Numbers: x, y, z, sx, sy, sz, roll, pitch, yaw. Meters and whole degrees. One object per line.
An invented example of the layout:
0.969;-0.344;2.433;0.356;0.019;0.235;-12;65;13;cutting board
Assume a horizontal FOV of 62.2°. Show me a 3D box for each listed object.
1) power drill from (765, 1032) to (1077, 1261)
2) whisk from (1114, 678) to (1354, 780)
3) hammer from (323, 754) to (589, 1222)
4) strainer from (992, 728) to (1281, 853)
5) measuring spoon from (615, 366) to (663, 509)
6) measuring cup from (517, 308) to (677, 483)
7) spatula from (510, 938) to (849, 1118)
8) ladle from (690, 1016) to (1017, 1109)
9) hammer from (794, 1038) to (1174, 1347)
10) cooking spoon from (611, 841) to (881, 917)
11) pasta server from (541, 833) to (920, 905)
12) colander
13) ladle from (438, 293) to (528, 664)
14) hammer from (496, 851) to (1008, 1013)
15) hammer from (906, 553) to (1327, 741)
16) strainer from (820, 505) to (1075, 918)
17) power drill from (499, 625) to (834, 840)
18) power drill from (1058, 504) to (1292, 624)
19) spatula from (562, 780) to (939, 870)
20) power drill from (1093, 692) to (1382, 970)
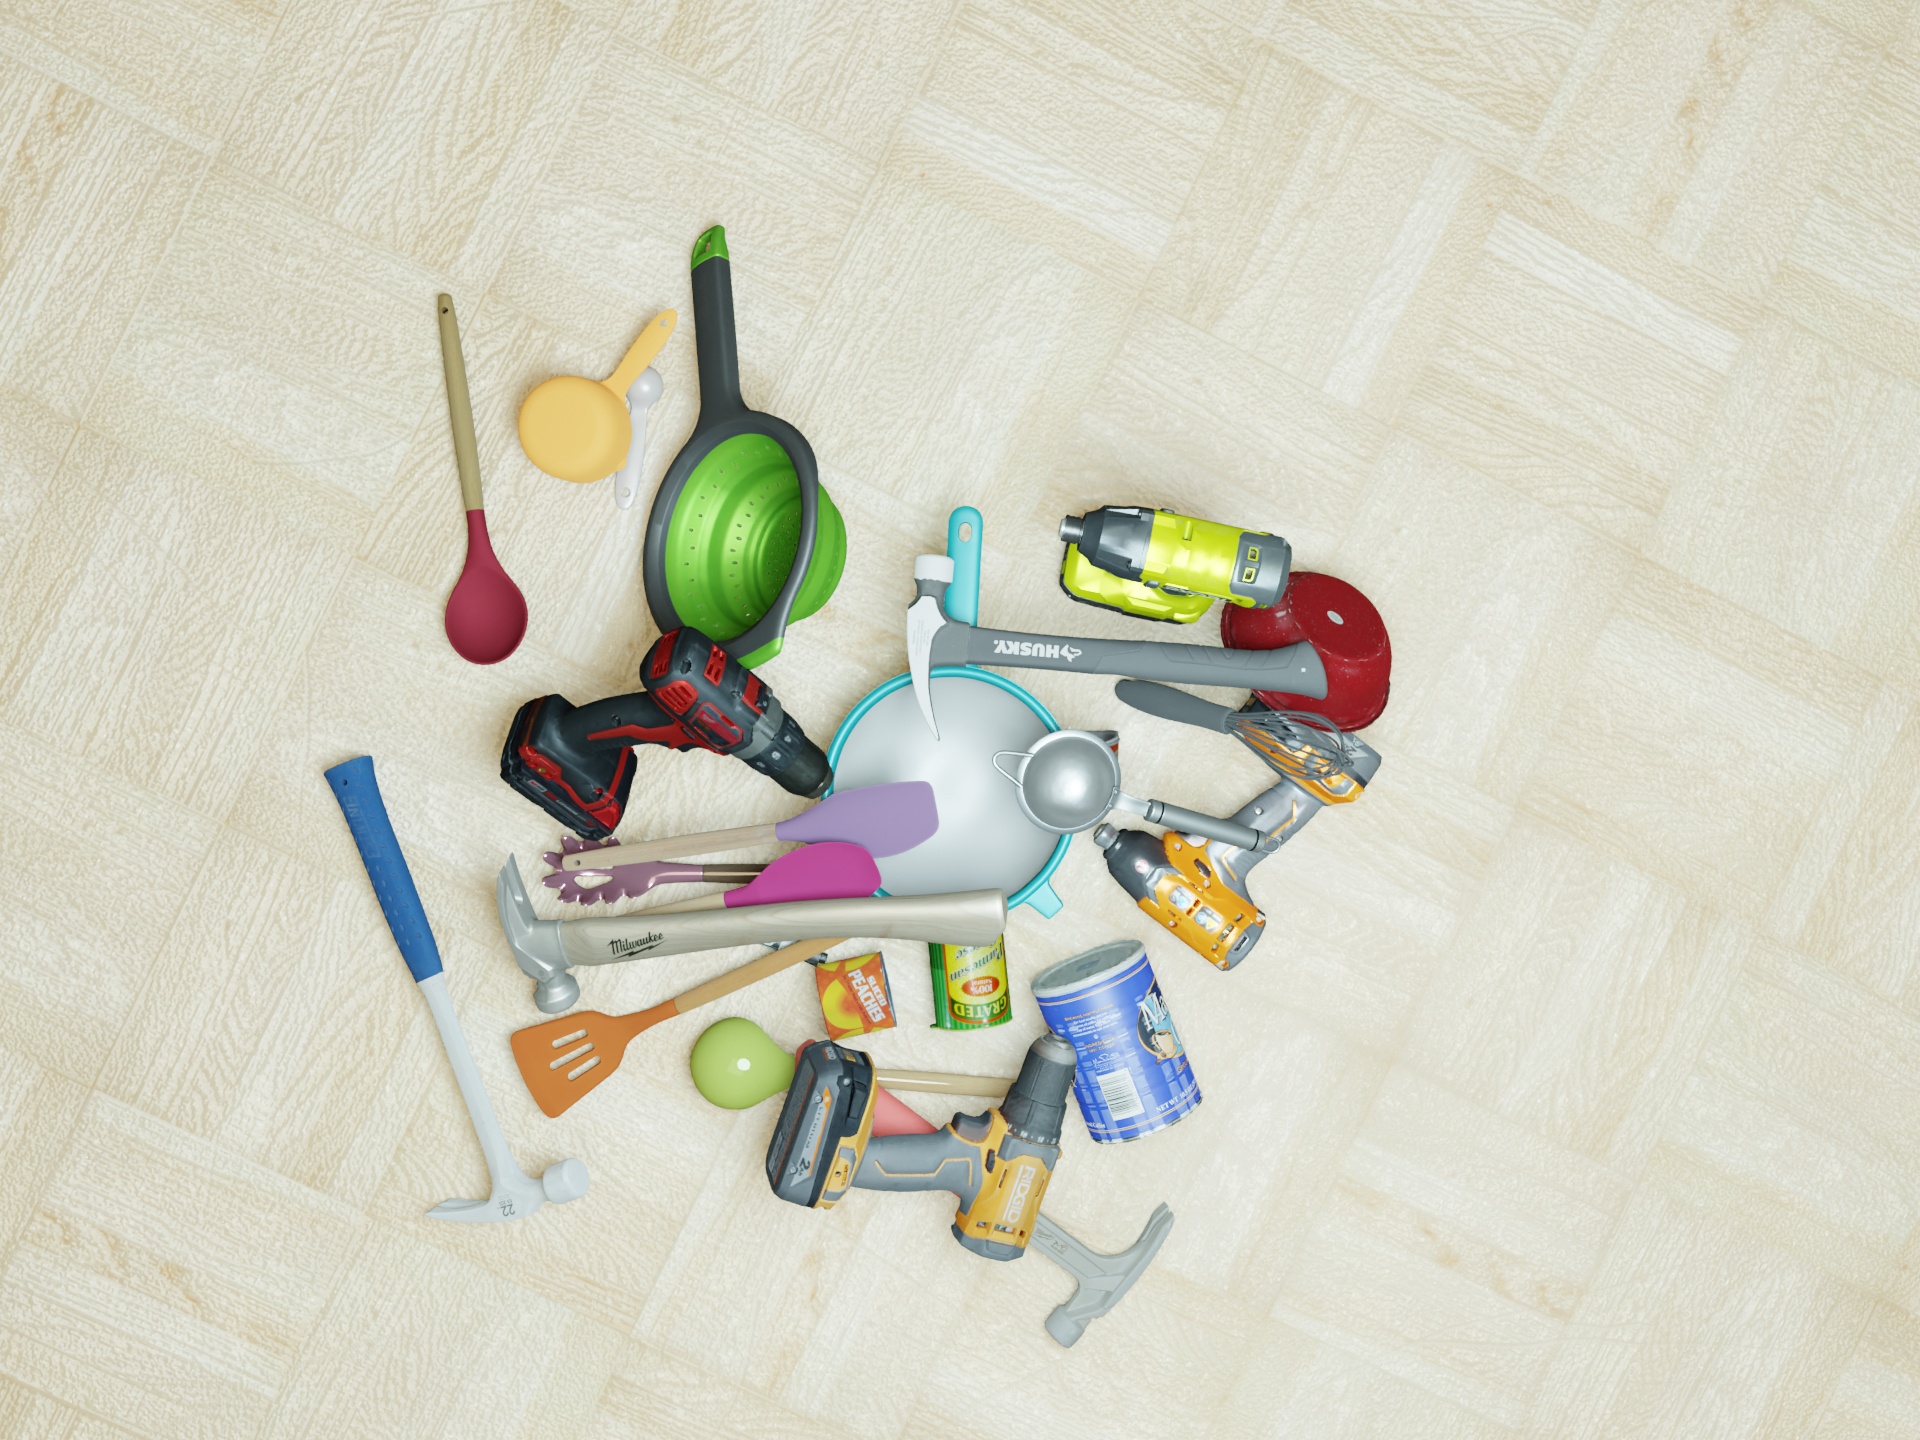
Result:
-0.022;0.321;1.272;0.226;0.084;0.185;18;94;-17;power drill
0.217;0.002;1.300;0.055;0.239;0.055;-17;116;-40;whisk
-0.445;0.227;1.329;0.144;0.035;0.405;-22;88;17;hammer
0.148;0.070;1.272;0.258;0.050;0.087;17;101;-19;strainer
-0.277;-0.241;1.349;0.034;0.018;0.124;9;91;-4;measuring spoon
-0.296;-0.274;1.316;0.095;0.052;0.173;41;100;2;measuring cup
-0.219;0.234;1.342;0.322;0.041;0.081;-25;92;4;spatula
-0.071;0.305;1.367;0.320;0.062;0.078;7;89;-10;ladle
0.010;0.377;1.343;0.359;0.037;0.149;40;89;-13;hammer
-0.215;0.153;1.314;0.319;0.017;0.068;-15;117;15;cooking spoon
-0.192;0.130;1.352;0.316;0.040;0.060;1;80;-4;pasta server
-0.169;-0.220;1.320;0.204;0.094;0.397;-18;71;37;colander
-0.414;-0.202;1.339;0.069;0.031;0.315;-8;90;-6;ladle
-0.168;0.158;1.279;0.410;0.038;0.146;-6;120;9;hammer
0.122;-0.044;1.259;0.335;0.035;0.146;5;87;1;hammer
-0.002;-0.004;1.329;0.211;0.095;0.340;3;90;5;strainer
-0.230;0.024;1.268;0.227;0.080;0.187;-20;134;30;power drill
0.153;-0.129;1.273;0.171;0.223;0.080;12;90;-4;power drill
-0.173;0.097;1.293;0.316;0.018;0.060;-8;96;8;spatula
0.231;0.078;1.356;0.164;0.084;0.226;37;92;-1;power drill
